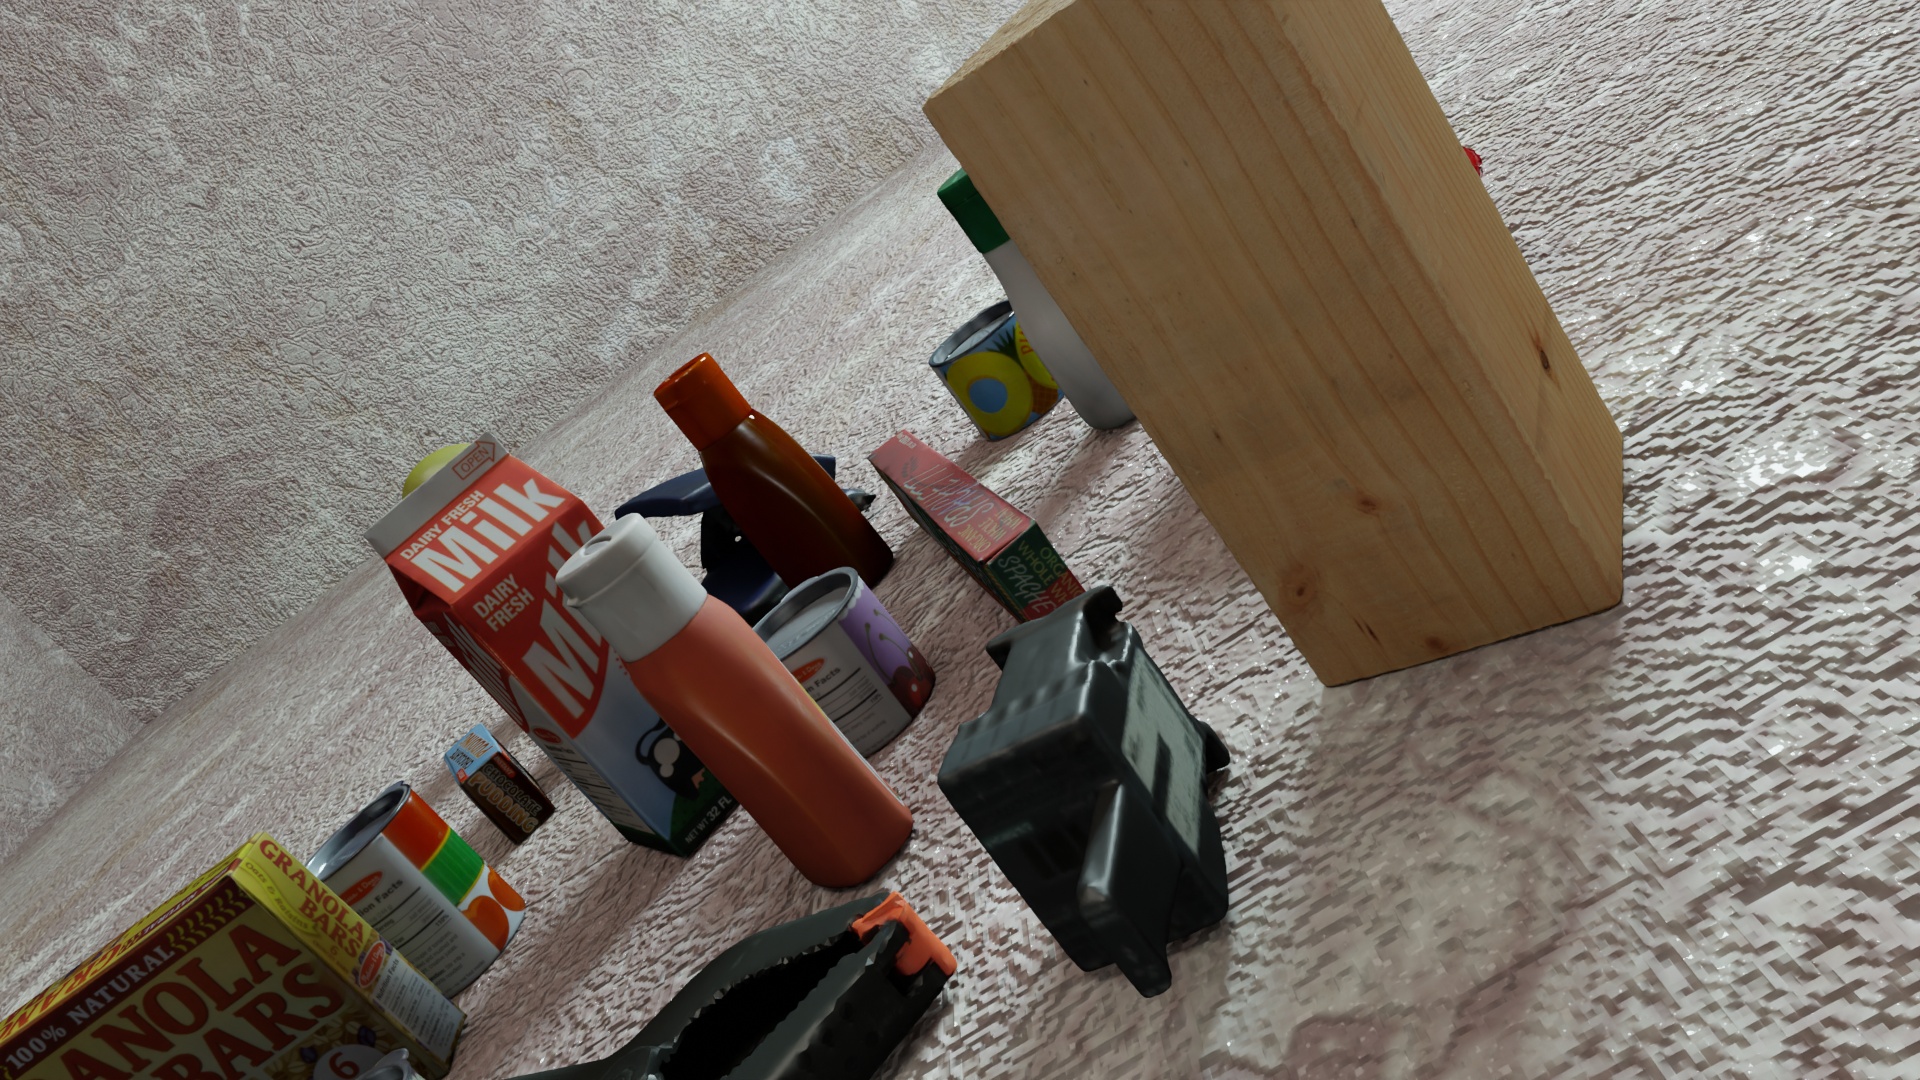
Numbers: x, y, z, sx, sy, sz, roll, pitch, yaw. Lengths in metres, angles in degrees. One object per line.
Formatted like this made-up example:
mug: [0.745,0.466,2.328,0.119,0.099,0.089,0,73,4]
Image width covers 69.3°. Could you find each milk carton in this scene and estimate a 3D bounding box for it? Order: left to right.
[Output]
milk carton: [-0.170,0.046,0.614,0.072,0.190,0.073,-48,21,-27]

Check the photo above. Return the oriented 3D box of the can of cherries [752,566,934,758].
can of cherries: [-0.053,0.053,0.592,0.071,0.058,0.072,-33,19,13]

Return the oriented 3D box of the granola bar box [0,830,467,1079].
granola bar box: [-0.315,0.217,0.578,0.165,0.124,0.039,-36,18,5]

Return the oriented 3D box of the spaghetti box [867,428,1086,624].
spaghetti box: [0.002,-0.008,0.650,0.029,0.050,0.250,-39,19,-3]

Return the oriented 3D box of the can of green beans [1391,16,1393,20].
can of green beans: [0.233,-0.254,0.800,0.071,0.057,0.071,-33,19,13]

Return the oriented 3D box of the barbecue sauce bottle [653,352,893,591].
barbecue sauce bottle: [-0.102,-0.031,0.738,0.064,0.148,0.044,-20,25,43]

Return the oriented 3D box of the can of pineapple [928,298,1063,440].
can of pineapple: [0.025,-0.101,0.814,0.071,0.057,0.071,-33,19,13]

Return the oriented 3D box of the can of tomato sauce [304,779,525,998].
can of tomato sauce: [-0.258,0.167,0.658,0.071,0.083,0.071,-33,19,13]

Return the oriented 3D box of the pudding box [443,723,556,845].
pudding box: [-0.263,0.137,0.789,0.030,0.049,0.083,-44,19,-17]

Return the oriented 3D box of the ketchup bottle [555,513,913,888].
ketchup bottle: [-0.081,0.058,0.491,0.044,0.148,0.064,-46,20,-23]

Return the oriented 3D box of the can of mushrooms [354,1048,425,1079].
can of mushrooms: [-0.220,0.230,0.519,0.071,0.033,0.071,-33,19,13]

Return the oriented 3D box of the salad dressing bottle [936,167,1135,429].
salad dressing bottle: [0.045,-0.125,0.693,0.044,0.147,0.064,-25,22,35]
